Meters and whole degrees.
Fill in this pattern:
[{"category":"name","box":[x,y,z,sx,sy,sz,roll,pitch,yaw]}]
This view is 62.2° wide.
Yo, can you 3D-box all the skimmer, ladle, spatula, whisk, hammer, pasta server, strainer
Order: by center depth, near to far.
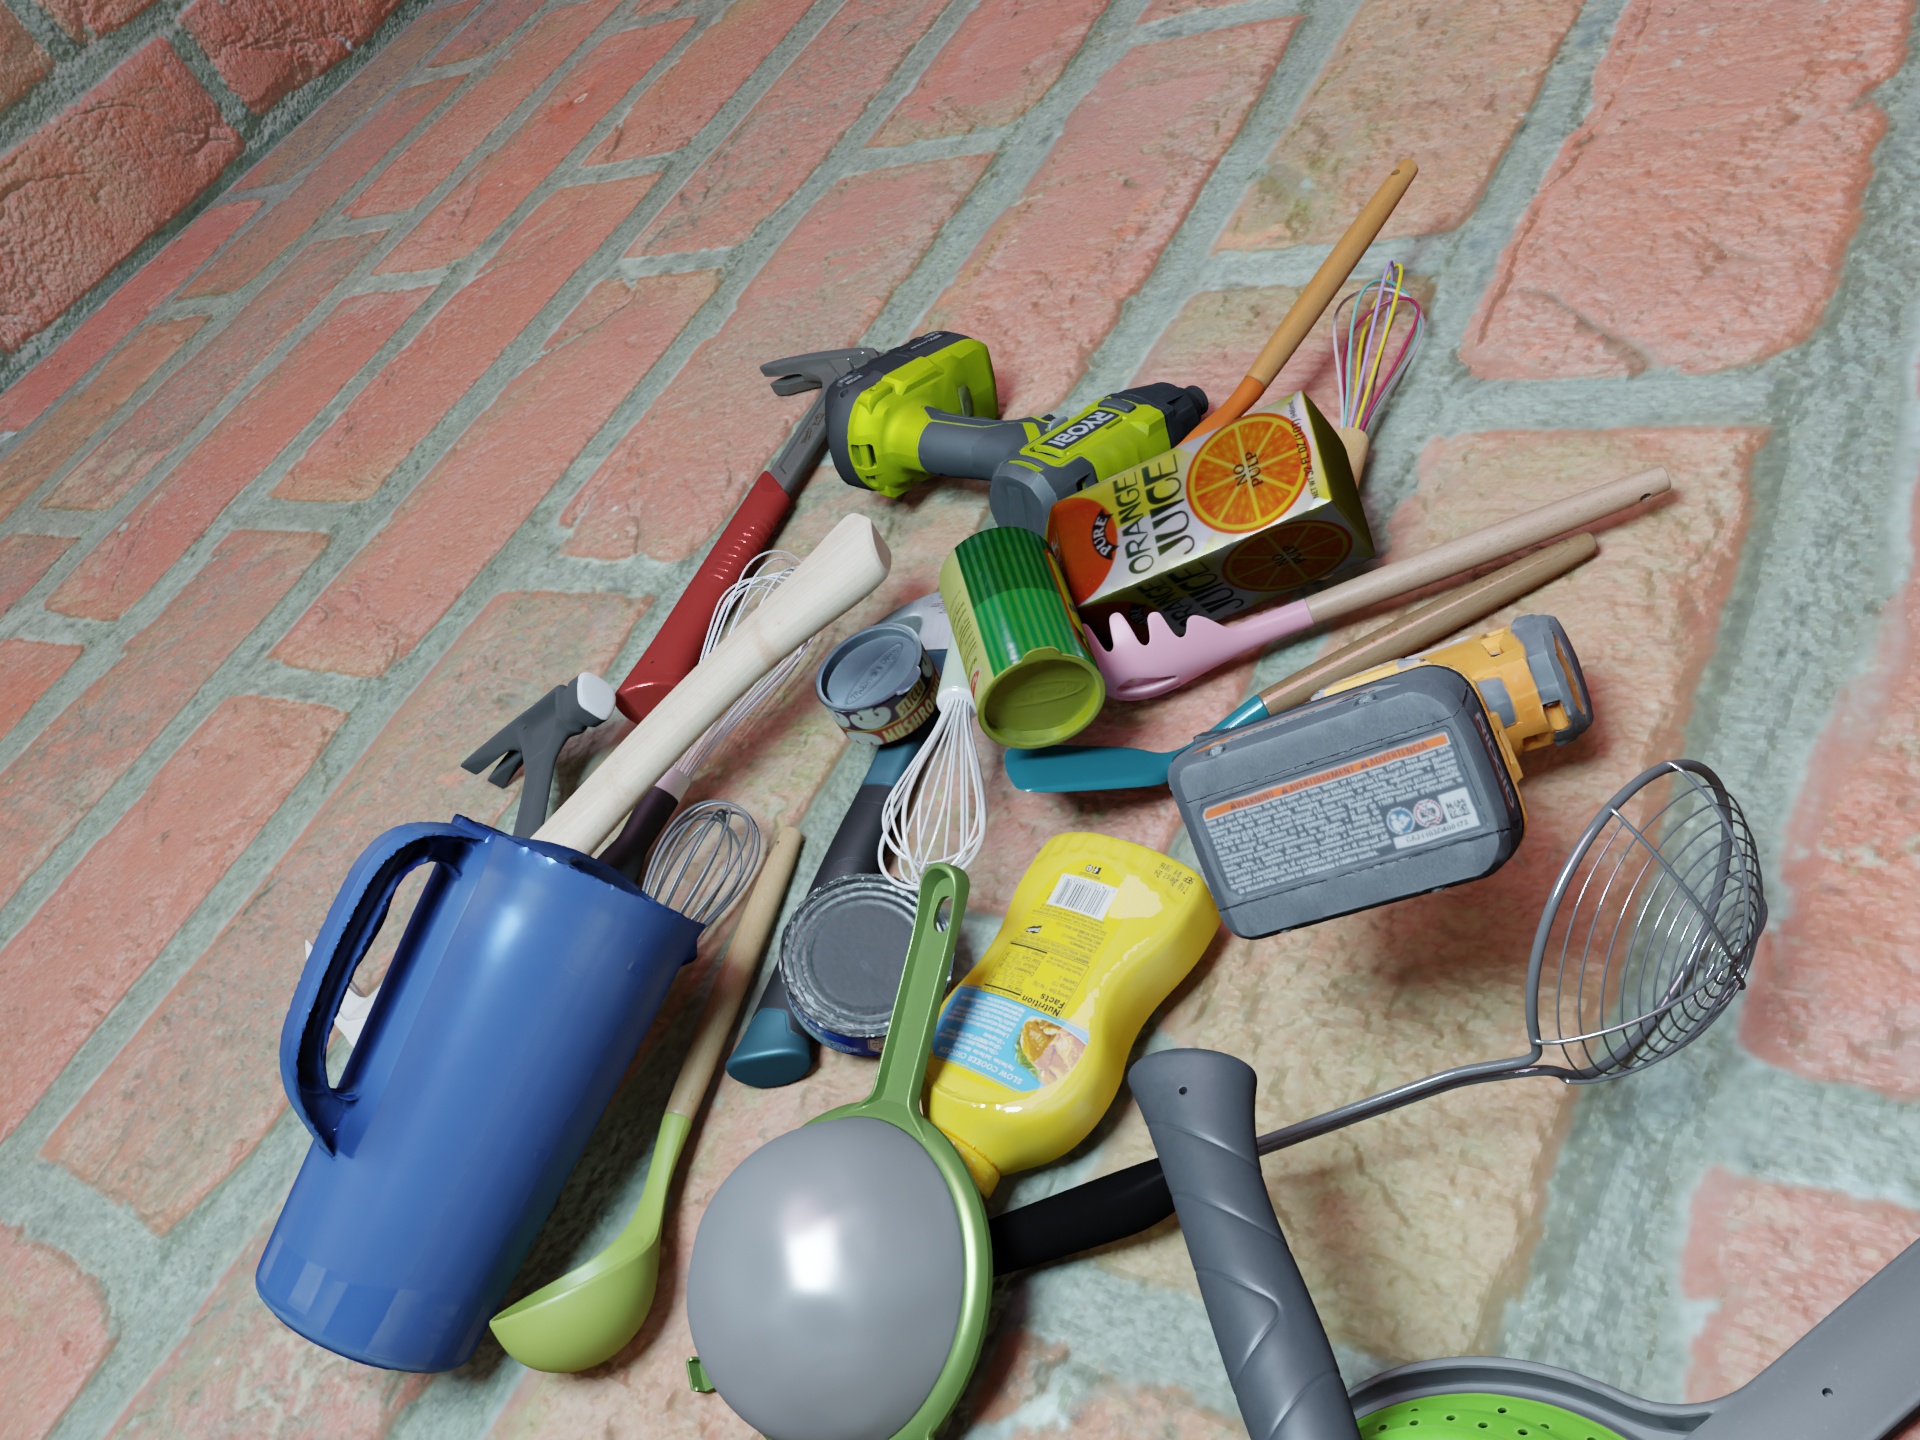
[{"category":"hammer","box":[0.111,0.258,0.430,0.149,0.036,0.409,-27,41,10]},{"category":"skimmer","box":[0.144,0.133,0.639,0.363,0.127,0.090,-27,44,21]},{"category":"strainer","box":[-0.051,0.178,0.663,0.151,0.069,0.256,4,75,43]},{"category":"ladle","box":[-0.144,0.173,0.808,0.078,0.062,0.320,-32,29,42]},{"category":"spatula","box":[0.174,-0.028,0.812,0.317,0.044,0.082,-27,13,4]},{"category":"pasta server","box":[0.206,-0.073,0.832,0.316,0.060,0.040,-21,64,14]},{"category":"whisk","box":[-0.001,-0.003,0.852,0.058,0.059,0.247,-16,38,25]},{"category":"whisk","box":[-0.177,0.144,0.869,0.055,0.055,0.239,7,59,37]},{"category":"hammer","box":[-0.047,0.052,0.883,0.128,0.033,0.331,-1,49,31]},{"category":"hammer","box":[-0.196,0.028,0.915,0.411,0.038,0.146,-47,47,-14]},{"category":"whisk","box":[0.233,-0.178,0.934,0.047,0.051,0.245,-19,42,48]},{"category":"hammer","box":[-0.272,0.125,0.939,0.127,0.034,0.337,-32,41,29]},{"category":"spatula","box":[0.192,-0.214,0.957,0.081,0.041,0.323,22,71,44]},{"category":"whisk","box":[-0.165,0.012,0.981,0.070,0.070,0.285,8,60,38]},{"category":"hammer","box":[-0.155,-0.143,1.143,0.149,0.036,0.359,2,51,34]}]

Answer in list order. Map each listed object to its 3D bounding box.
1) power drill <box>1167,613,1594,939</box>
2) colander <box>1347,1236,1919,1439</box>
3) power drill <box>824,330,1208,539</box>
[{"category":"power drill","box":[0.161,0.021,0.675,0.185,0.084,0.226,-21,1,29]},{"category":"colander","box":[0.218,0.233,0.485,0.397,0.094,0.205,-37,40,-5]},{"category":"power drill","box":[0.035,-0.187,1.026,0.223,0.080,0.171,23,47,41]}]
